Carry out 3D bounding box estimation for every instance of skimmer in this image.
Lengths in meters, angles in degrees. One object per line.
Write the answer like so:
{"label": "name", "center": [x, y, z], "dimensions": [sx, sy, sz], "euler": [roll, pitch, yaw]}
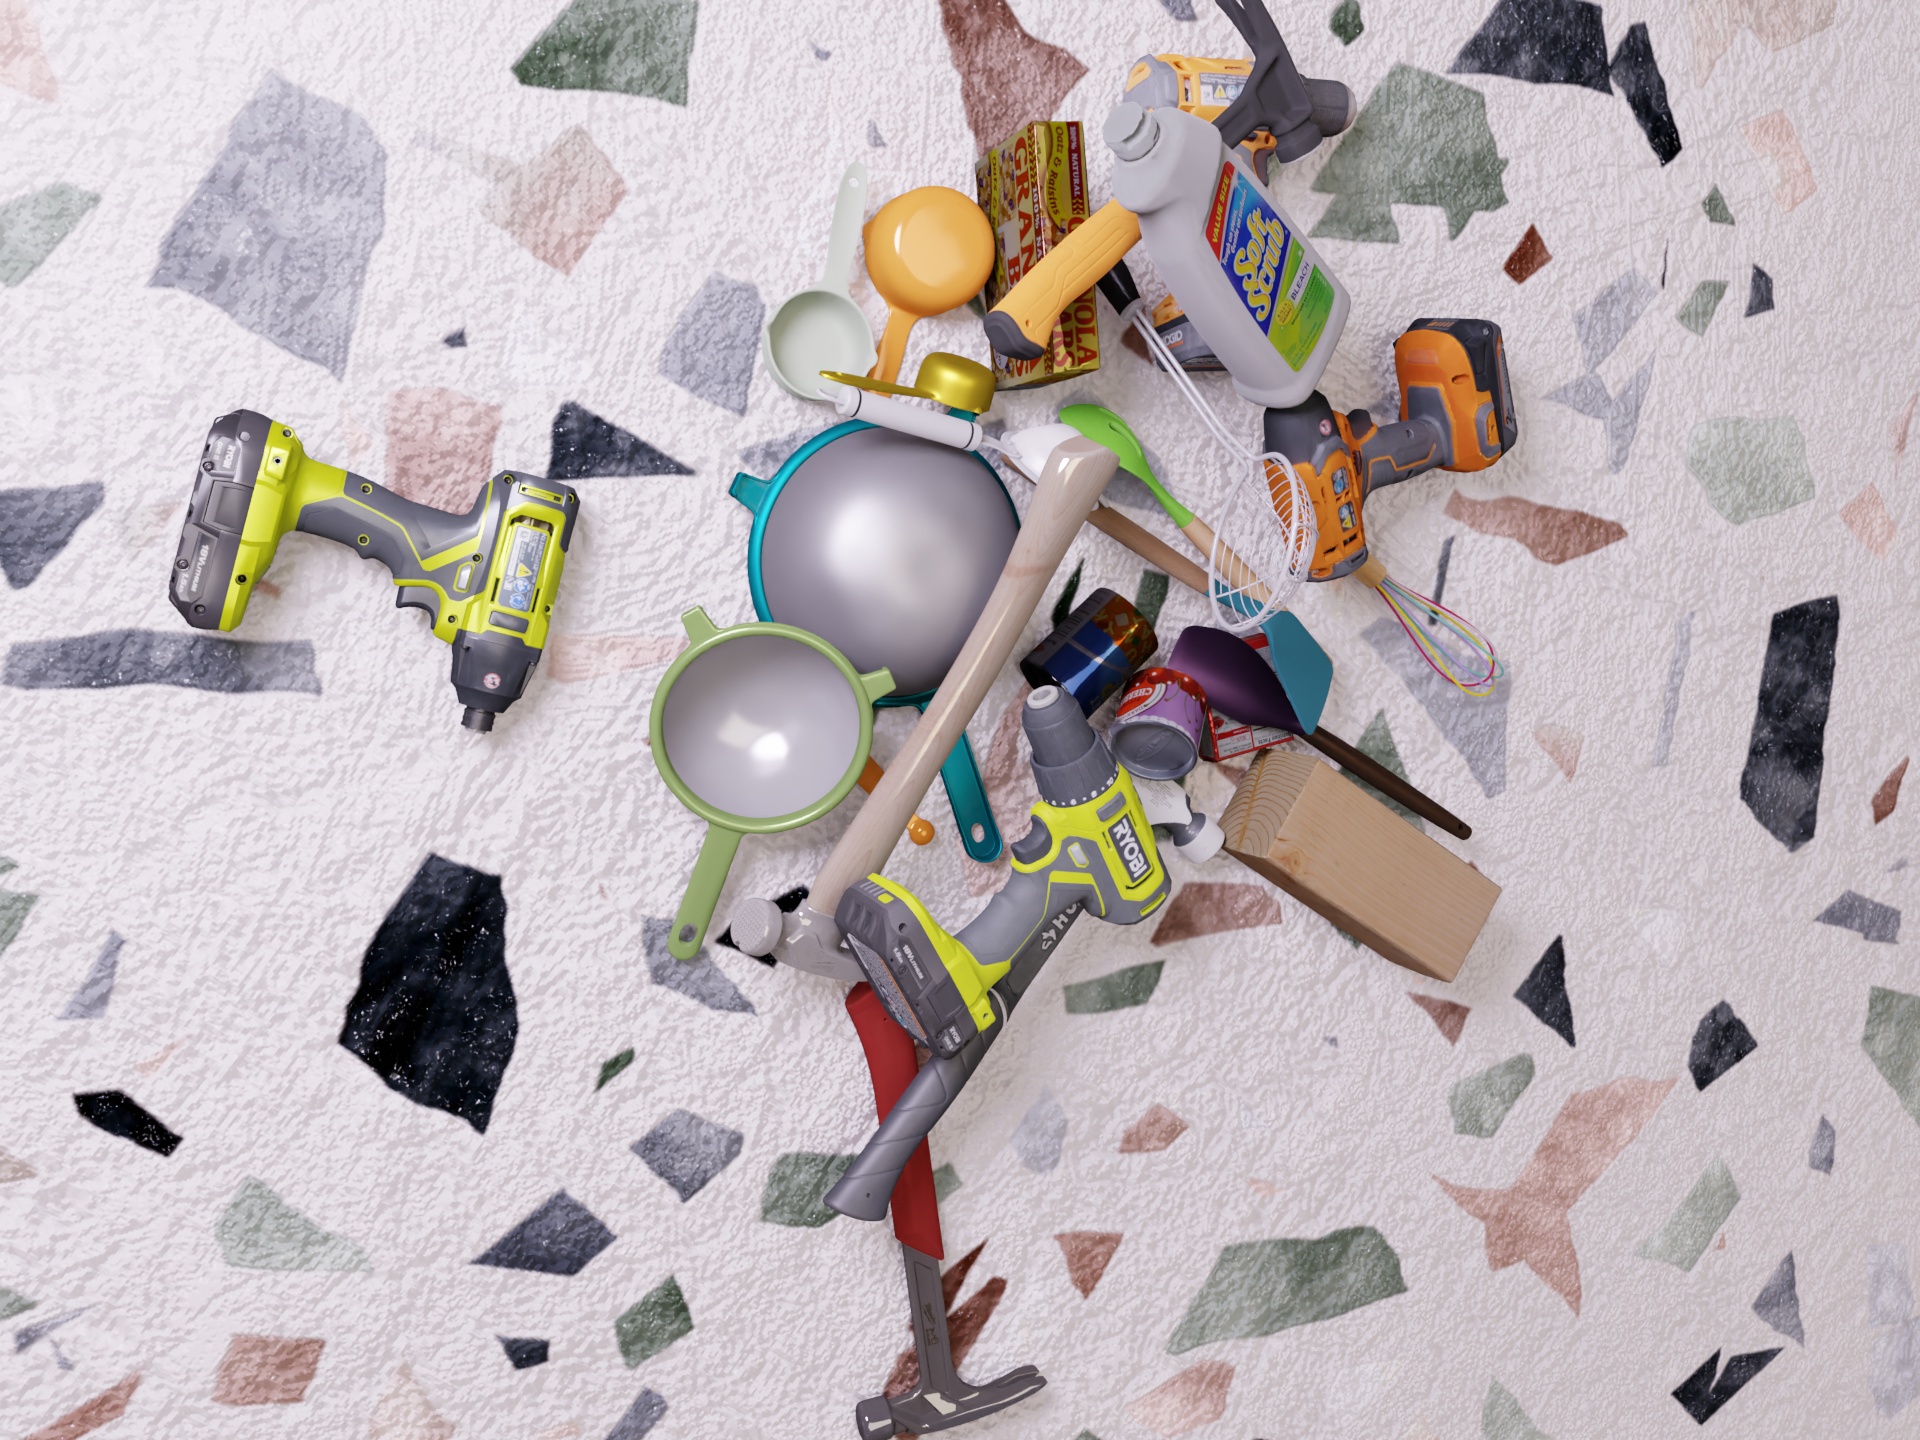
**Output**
{"label": "skimmer", "center": [0.136, -0.234, 1.134], "dimensions": [0.090, 0.127, 0.363], "euler": [-31, 84, -26]}

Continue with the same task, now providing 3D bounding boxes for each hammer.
{"label": "hammer", "center": [-0.026, 0.359, 1.195], "dimensions": [0.149, 0.037, 0.359], "euler": [-10, 99, -19]}
{"label": "hammer", "center": [0.035, 0.193, 1.175], "dimensions": [0.149, 0.036, 0.409], "euler": [43, 72, -16]}
{"label": "hammer", "center": [0.124, -0.356, 1.064], "dimensions": [0.337, 0.034, 0.127], "euler": [-47, 119, -25]}
{"label": "hammer", "center": [-0.002, -0.003, 1.090], "dimensions": [0.146, 0.038, 0.410], "euler": [24, 99, -46]}

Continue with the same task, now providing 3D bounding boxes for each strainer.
{"label": "strainer", "center": [0.014, -0.194, 1.094], "dimensions": [0.258, 0.087, 0.050], "euler": [9, 127, -34]}
{"label": "strainer", "center": [-0.156, 0.045, 1.113], "dimensions": [0.151, 0.069, 0.256], "euler": [18, 106, -14]}
{"label": "strainer", "center": [-0.018, -0.050, 1.128], "dimensions": [0.211, 0.095, 0.340], "euler": [-22, 102, -17]}

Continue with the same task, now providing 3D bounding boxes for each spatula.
{"label": "spatula", "center": [0.160, -0.109, 1.202], "dimensions": [0.317, 0.044, 0.082], "euler": [33, 52, -6]}
{"label": "spatula", "center": [0.291, 0.016, 1.257], "dimensions": [0.315, 0.018, 0.060], "euler": [31, 77, -20]}

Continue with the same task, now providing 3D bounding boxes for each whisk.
{"label": "whisk", "center": [0.353, -0.100, 1.289], "dimensions": [0.244, 0.051, 0.047], "euler": [37, 88, -16]}

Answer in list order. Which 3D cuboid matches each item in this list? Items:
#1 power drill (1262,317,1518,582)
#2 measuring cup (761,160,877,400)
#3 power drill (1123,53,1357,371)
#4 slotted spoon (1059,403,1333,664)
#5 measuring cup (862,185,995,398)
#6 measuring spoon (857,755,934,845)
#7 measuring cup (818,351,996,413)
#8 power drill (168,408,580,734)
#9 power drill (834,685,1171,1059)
{"label": "power drill", "center": [0.320, -0.227, 1.213], "dimensions": [0.226, 0.084, 0.164], "euler": [-34, 120, -25]}
{"label": "measuring cup", "center": [-0.092, -0.305, 1.111], "dimensions": [0.083, 0.038, 0.167], "euler": [12, 89, -21]}
{"label": "power drill", "center": [0.221, -0.383, 1.198], "dimensions": [0.185, 0.084, 0.226], "euler": [-6, 93, -21]}
{"label": "slotted spoon", "center": [0.190, -0.138, 1.225], "dimensions": [0.031, 0.070, 0.313], "euler": [-39, 116, 20]}
{"label": "measuring cup", "center": [-0.033, -0.293, 1.124], "dimensions": [0.095, 0.052, 0.173], "euler": [18, 90, -21]}
{"label": "measuring spoon", "center": [-0.058, 0.049, 1.167], "dimensions": [0.021, 0.011, 0.116], "euler": [-45, 107, -11]}
{"label": "measuring cup", "center": [-0.035, -0.238, 1.087], "dimensions": [0.156, 0.062, 0.029], "euler": [-4, 122, -48]}
{"label": "power drill", "center": [-0.370, -0.094, 1.008], "dimensions": [0.223, 0.080, 0.171], "euler": [15, 90, -24]}
{"label": "power drill", "center": [0.031, 0.103, 1.098], "dimensions": [0.228, 0.080, 0.190], "euler": [-37, 120, -20]}
